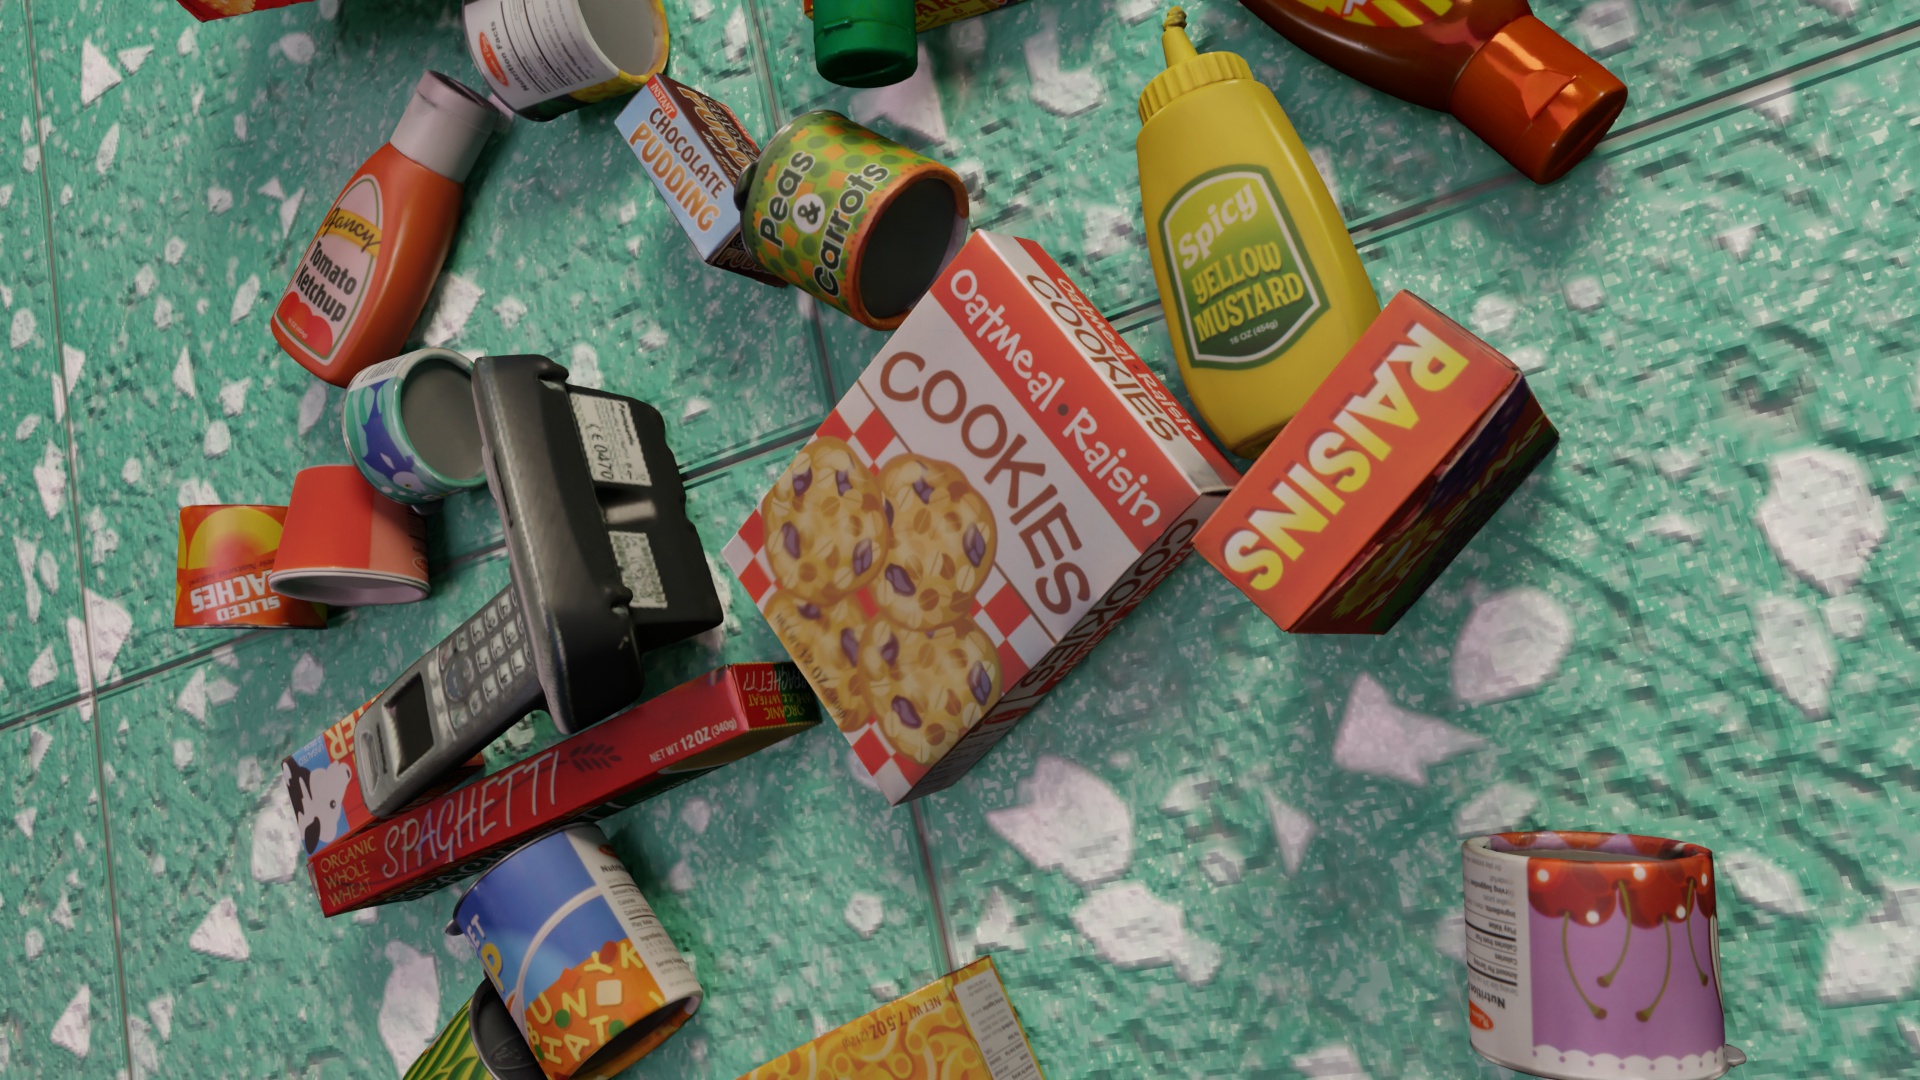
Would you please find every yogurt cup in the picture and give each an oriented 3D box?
[{"bbox_3d":[-0.277,-0.002,0.637,0.072,0.072,0.054,-8,75,27],"label":"yogurt cup"}]

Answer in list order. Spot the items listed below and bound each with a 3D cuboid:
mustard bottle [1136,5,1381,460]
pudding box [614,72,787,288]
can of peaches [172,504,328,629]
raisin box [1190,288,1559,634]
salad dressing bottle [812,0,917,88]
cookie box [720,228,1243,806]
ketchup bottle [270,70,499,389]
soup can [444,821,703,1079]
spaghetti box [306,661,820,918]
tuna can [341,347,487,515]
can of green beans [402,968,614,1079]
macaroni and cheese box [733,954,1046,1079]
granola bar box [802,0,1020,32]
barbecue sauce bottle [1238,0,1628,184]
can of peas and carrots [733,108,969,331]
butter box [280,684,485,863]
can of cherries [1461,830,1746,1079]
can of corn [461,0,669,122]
[{"bbox_3d":[0.091,-0.108,0.461,0.065,0.049,0.160,-24,76,28],"label":"mustard bottle"},{"bbox_3d":[-0.097,-0.144,0.562,0.030,0.050,0.084,-42,68,21],"label":"pudding box"},{"bbox_3d":[-0.336,0.014,0.662,0.071,0.071,0.058,-2,85,27],"label":"can of peaches"},{"bbox_3d":[0.123,-0.015,0.396,0.040,0.123,0.086,45,106,23],"label":"raisin box"},{"bbox_3d":[-0.036,-0.239,0.496,0.064,0.044,0.147,-4,85,28],"label":"salad dressing bottle"},{"bbox_3d":[0.002,-0.006,0.492,0.166,0.040,0.123,-48,67,27],"label":"cookie box"},{"bbox_3d":[-0.267,-0.146,0.654,0.065,0.043,0.148,39,103,24],"label":"ketchup bottle"},{"bbox_3d":[-0.155,0.168,0.555,0.071,0.071,0.084,-46,68,17],"label":"soup can"},{"bbox_3d":[-0.171,0.107,0.580,0.249,0.050,0.029,-25,75,24],"label":"spaghetti box"},{"bbox_3d":[-0.236,-0.048,0.617,0.033,0.071,0.071,-13,80,26],"label":"tuna can"},{"bbox_3d":[-0.186,0.220,0.570,0.057,0.071,0.071,-48,67,17],"label":"can of green beans"},{"bbox_3d":[-0.011,0.252,0.490,0.123,0.040,0.167,-33,72,22],"label":"macaroni and cheese box"},{"bbox_3d":[-0.003,-0.287,0.530,0.124,0.039,0.165,-6,83,27],"label":"granola bar box"},{"bbox_3d":[0.142,-0.173,0.443,0.064,0.044,0.149,-47,68,16],"label":"barbecue sauce bottle"},{"bbox_3d":[-0.040,-0.119,0.518,0.059,0.071,0.071,32,101,25],"label":"can of peas and carrots"},{"bbox_3d":[-0.270,0.104,0.645,0.103,0.024,0.053,-32,72,22],"label":"butter box"},{"bbox_3d":[0.179,0.115,0.391,0.071,0.071,0.058,-4,84,27],"label":"can of cherries"},{"bbox_3d":[-0.167,-0.221,0.596,0.058,0.071,0.071,-8,83,26],"label":"can of corn"}]
